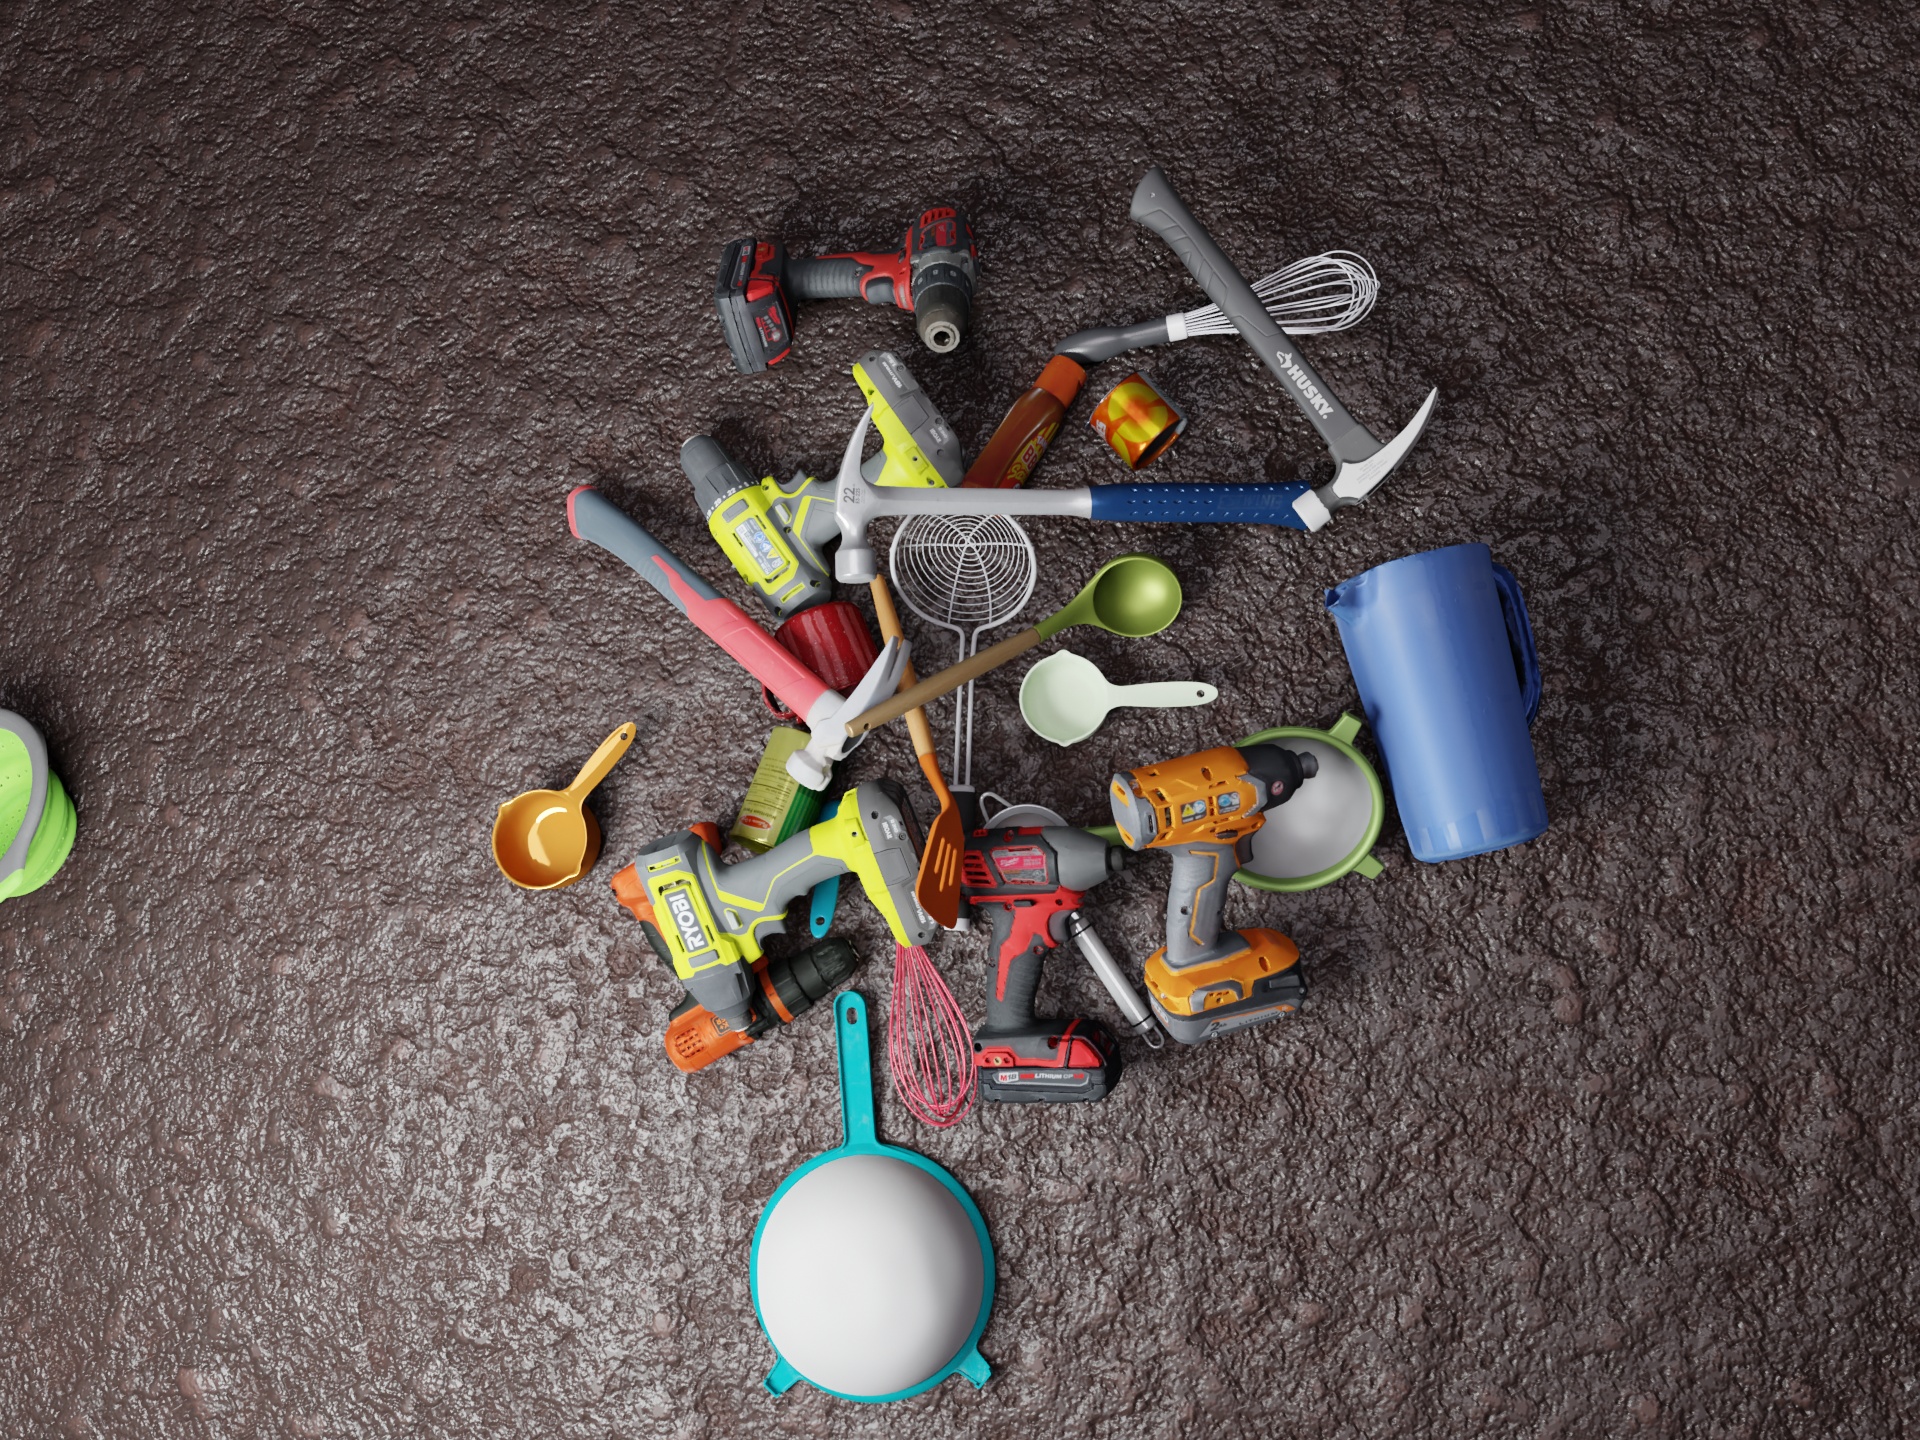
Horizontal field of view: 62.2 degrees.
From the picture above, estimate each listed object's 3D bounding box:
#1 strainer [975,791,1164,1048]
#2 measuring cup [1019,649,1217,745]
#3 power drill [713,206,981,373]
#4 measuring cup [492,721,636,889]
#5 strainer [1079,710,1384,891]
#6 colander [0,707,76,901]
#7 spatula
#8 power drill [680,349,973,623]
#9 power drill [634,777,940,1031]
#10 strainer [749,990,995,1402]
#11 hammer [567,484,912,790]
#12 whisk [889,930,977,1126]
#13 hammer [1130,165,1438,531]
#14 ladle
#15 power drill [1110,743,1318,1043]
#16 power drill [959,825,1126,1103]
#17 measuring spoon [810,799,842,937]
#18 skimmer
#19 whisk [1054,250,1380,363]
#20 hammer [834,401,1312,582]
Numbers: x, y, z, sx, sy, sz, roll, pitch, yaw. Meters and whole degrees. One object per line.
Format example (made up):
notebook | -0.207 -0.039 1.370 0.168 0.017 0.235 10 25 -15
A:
strainer | 0.094 0.168 1.343 0.087 0.050 0.258 -35 85 6
measuring cup | 0.135 -0.019 1.363 0.167 0.038 0.083 -2 82 6
power drill | -0.094 -0.367 1.384 0.226 0.080 0.188 -8 43 7
measuring cup | -0.338 0.074 1.414 0.095 0.052 0.173 38 88 11
strainer | 0.217 0.071 1.319 0.256 0.069 0.151 -10 114 12
colander | -0.927 0.037 1.498 0.204 0.094 0.397 -34 61 3
spatula | -0.041 0.013 1.306 0.041 0.081 0.323 -23 59 12
power drill | -0.124 -0.222 1.409 0.228 0.080 0.191 -36 79 5
power drill | -0.133 0.150 1.299 0.223 0.080 0.171 -19 102 6
strainer | -0.086 0.397 1.311 0.211 0.095 0.340 -6 83 8
hammer | -0.207 -0.108 1.367 0.387 0.038 0.143 40 100 28
whisk | -0.044 0.196 1.353 0.073 0.073 0.296 -15 75 6
hammer | 0.255 -0.332 1.331 0.146 0.035 0.335 -38 79 14
ladle | 0.048 -0.055 1.307 0.320 0.078 0.062 -28 35 -24
power drill | 0.213 0.127 1.256 0.164 0.084 0.226 -14 111 -11
power drill | 0.071 0.194 1.297 0.143 0.078 0.219 -4 93 15
measuring spoon | -0.113 0.124 1.366 0.042 0.021 0.129 3 61 8
skimmer | -0.002 -0.004 1.353 0.127 0.090 0.363 1 83 8
whisk | 0.221 -0.350 1.387 0.284 0.070 0.070 -9 81 13
hammer | 0.097 -0.188 1.325 0.405 0.035 0.144 -1 88 -11
